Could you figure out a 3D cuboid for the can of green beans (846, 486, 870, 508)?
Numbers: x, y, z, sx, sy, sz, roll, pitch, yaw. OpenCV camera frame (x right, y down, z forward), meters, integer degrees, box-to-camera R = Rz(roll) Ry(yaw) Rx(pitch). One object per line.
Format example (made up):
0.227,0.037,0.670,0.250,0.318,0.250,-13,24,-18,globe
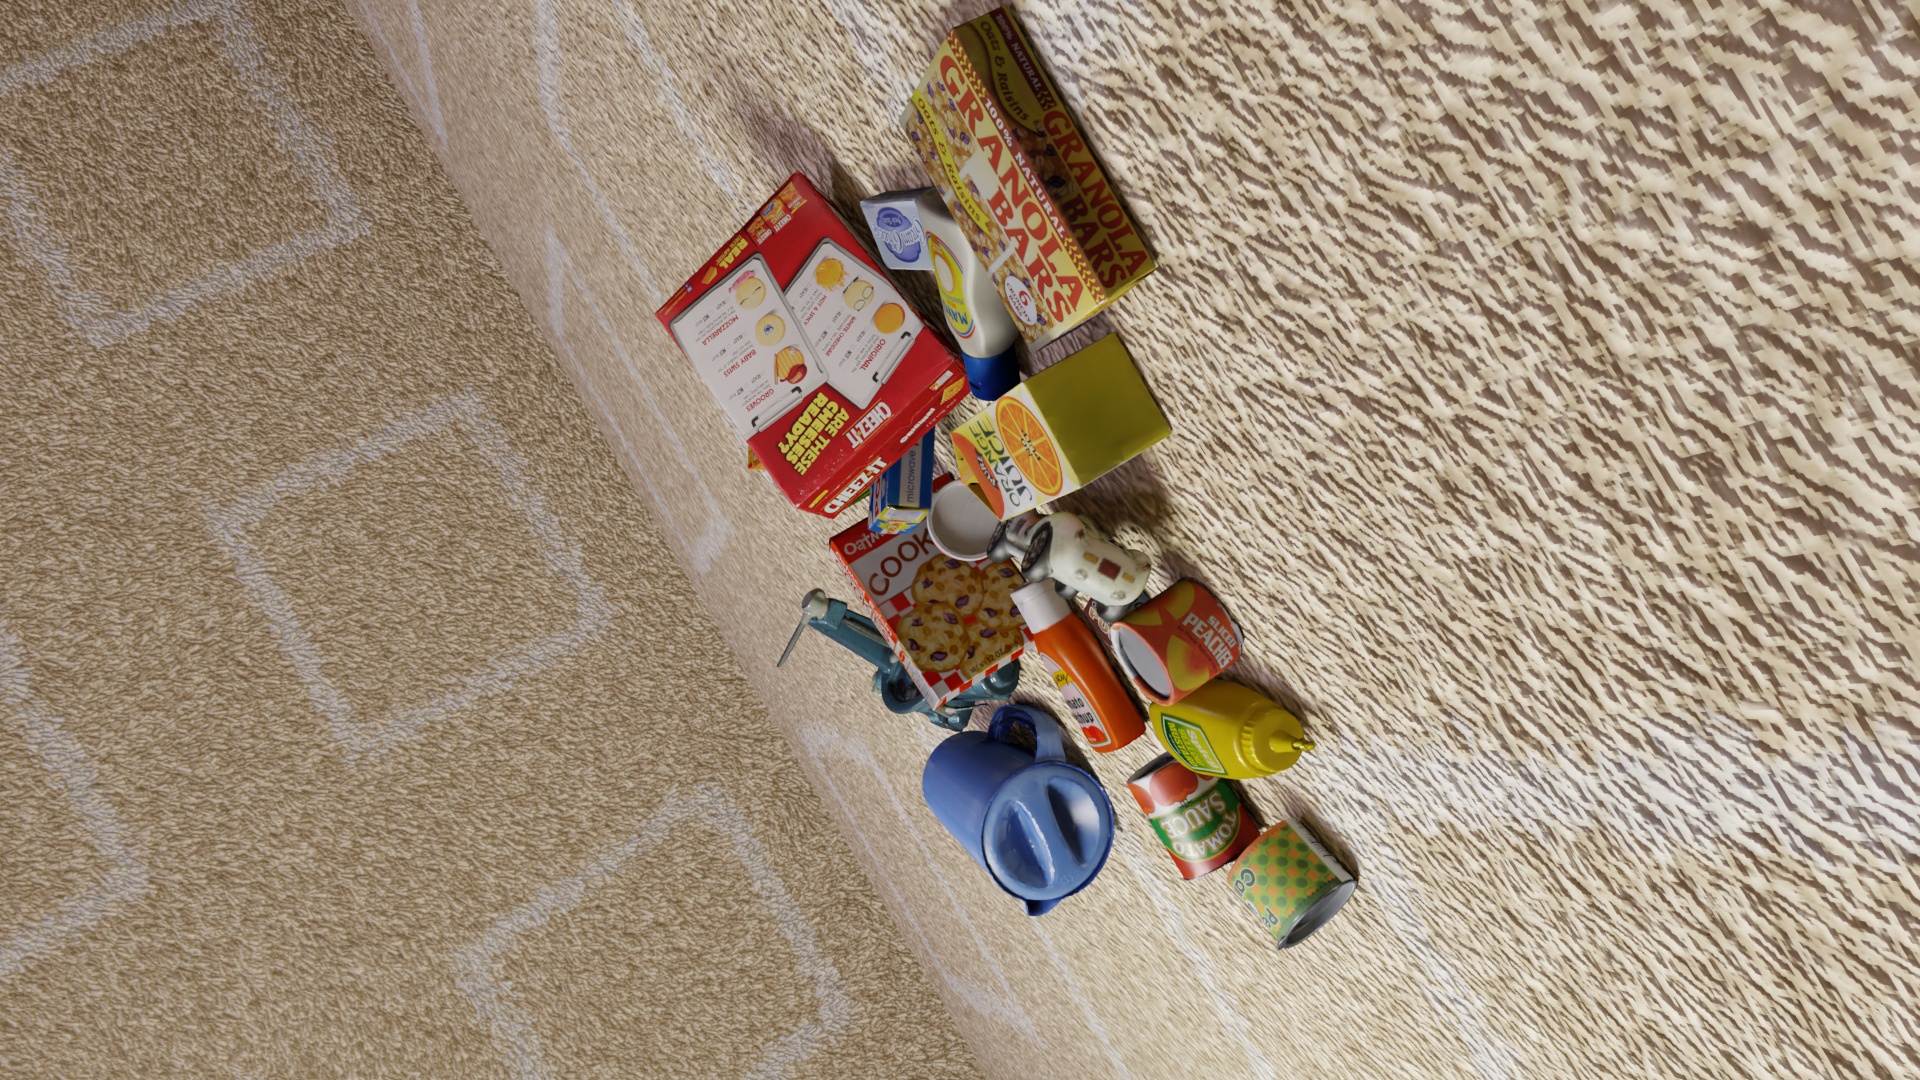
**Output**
-0.117,-0.067,1.392,0.071,0.058,0.071,50,160,26,can of green beans

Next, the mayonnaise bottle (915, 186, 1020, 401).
0.011,-0.161,0.919,0.065,0.041,0.147,42,155,44,mayonnaise bottle

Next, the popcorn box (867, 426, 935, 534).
-0.046,-0.075,1.114,0.085,0.038,0.127,135,139,-72,popcorn box

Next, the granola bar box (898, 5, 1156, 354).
0.035,-0.200,0.794,0.165,0.039,0.124,60,163,-2,granola bar box

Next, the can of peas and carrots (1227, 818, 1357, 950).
0.221,0.232,0.938,0.059,0.071,0.070,48,159,33,can of peas and carrots

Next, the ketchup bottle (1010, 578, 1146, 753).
0.092,0.097,1.115,0.148,0.044,0.064,60,162,-1,ketchup bottle

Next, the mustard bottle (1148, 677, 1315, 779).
0.181,0.125,0.910,0.065,0.049,0.160,59,163,-8,mustard bottle

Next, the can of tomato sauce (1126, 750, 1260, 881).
0.171,0.198,1.025,0.083,0.071,0.071,58,162,5,can of tomato sauce

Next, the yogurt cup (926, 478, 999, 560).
0.004,-0.014,1.143,0.072,0.072,0.054,58,170,3,yogurt cup

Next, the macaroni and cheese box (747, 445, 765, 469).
-0.180,-0.138,1.394,0.166,0.040,0.123,171,99,-72,macaroni and cheese box

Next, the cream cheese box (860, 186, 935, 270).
-0.034,-0.218,0.974,0.104,0.024,0.053,23,141,62,cream cheese box

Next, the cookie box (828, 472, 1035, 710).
-0.017,0.041,1.187,0.167,0.123,0.040,55,161,12,cookie box

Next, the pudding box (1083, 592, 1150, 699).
0.127,0.068,0.994,0.084,0.030,0.049,54,161,15,pudding box

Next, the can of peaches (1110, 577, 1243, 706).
0.141,0.067,0.908,0.071,0.058,0.071,51,161,26,can of peaches

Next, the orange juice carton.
0.054,-0.066,0.905,0.073,0.072,0.192,60,162,-2,orange juice carton
